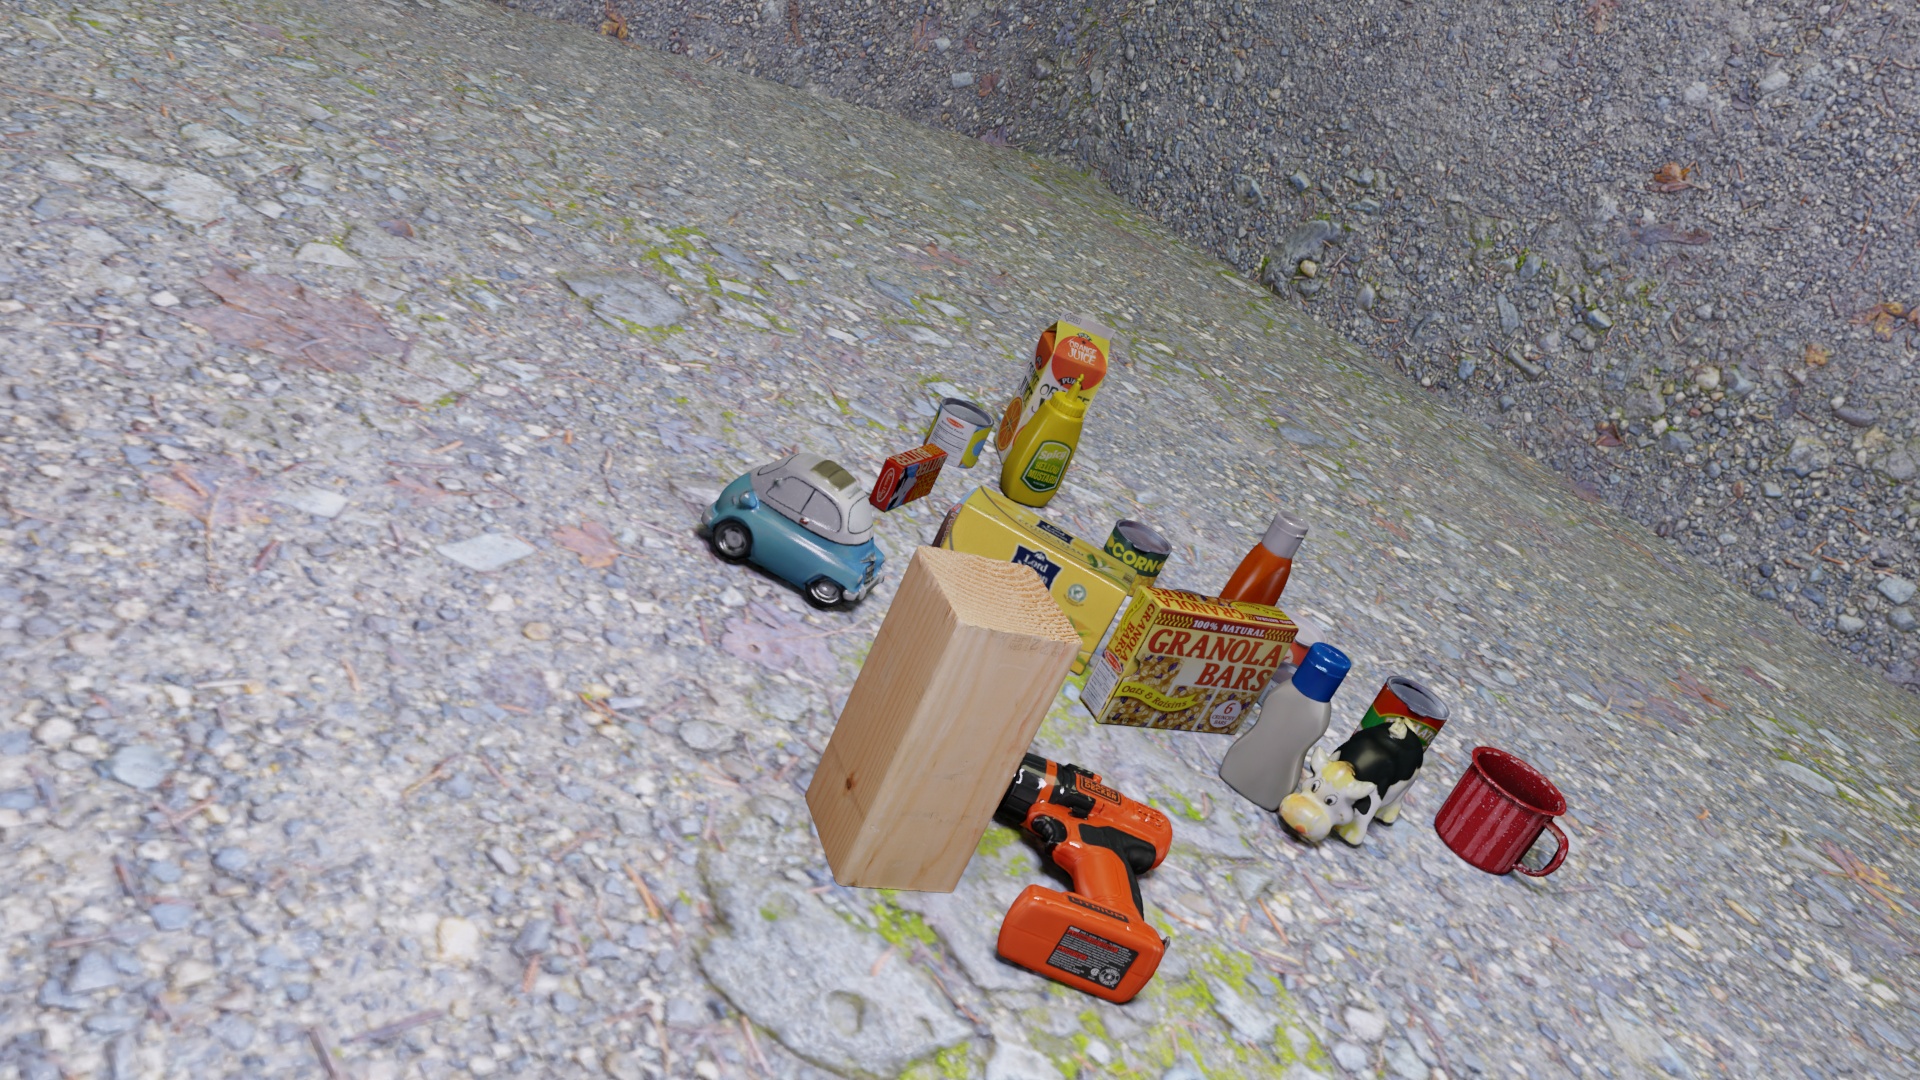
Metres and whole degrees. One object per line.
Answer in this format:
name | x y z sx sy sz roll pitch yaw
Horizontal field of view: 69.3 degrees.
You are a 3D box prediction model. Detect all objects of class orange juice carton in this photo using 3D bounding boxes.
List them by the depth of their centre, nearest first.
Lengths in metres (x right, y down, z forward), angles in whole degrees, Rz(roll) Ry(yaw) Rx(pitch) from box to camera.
orange juice carton | 0.113 -0.176 1.647 0.072 0.191 0.073 18 24 -17

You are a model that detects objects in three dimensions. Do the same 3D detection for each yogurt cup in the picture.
yogurt cup | 0.340 0.110 1.445 0.072 0.053 0.073 21 24 -10

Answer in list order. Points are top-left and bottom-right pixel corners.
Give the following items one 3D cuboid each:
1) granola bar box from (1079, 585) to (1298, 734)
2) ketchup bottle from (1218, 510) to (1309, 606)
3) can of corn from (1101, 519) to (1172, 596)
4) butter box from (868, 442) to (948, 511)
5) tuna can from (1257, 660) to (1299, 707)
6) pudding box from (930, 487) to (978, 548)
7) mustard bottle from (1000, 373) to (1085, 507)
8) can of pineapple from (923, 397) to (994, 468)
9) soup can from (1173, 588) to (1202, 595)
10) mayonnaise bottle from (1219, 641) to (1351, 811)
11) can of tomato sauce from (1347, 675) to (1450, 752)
granola bar box | 0.203 0.109 1.227 0.166 0.123 0.039 9 28 -32
ketchup bottle | 0.312 0.040 1.446 0.065 0.148 0.044 7 29 -36
can of corn | 0.182 0.020 1.473 0.071 0.058 0.071 21 24 -10
butter box | -0.053 -0.066 1.429 0.024 0.053 0.104 32 24 16
tuna can | 0.324 0.149 1.375 0.071 0.032 0.071 21 24 -10
pudding box | 0.005 -0.017 1.389 0.030 0.049 0.084 29 24 9
mustard bottle | 0.100 -0.114 1.546 0.065 0.159 0.049 13 26 -26
can of pineapple | -0.001 -0.124 1.594 0.071 0.057 0.071 21 24 -10
soup can | 0.206 0.098 1.304 0.071 0.083 0.071 21 24 -10
mayonnaise bottle | 0.279 0.155 1.175 0.065 0.147 0.041 34 25 20
can of tomato sauce | 0.419 0.183 1.334 0.071 0.082 0.071 21 24 -10
